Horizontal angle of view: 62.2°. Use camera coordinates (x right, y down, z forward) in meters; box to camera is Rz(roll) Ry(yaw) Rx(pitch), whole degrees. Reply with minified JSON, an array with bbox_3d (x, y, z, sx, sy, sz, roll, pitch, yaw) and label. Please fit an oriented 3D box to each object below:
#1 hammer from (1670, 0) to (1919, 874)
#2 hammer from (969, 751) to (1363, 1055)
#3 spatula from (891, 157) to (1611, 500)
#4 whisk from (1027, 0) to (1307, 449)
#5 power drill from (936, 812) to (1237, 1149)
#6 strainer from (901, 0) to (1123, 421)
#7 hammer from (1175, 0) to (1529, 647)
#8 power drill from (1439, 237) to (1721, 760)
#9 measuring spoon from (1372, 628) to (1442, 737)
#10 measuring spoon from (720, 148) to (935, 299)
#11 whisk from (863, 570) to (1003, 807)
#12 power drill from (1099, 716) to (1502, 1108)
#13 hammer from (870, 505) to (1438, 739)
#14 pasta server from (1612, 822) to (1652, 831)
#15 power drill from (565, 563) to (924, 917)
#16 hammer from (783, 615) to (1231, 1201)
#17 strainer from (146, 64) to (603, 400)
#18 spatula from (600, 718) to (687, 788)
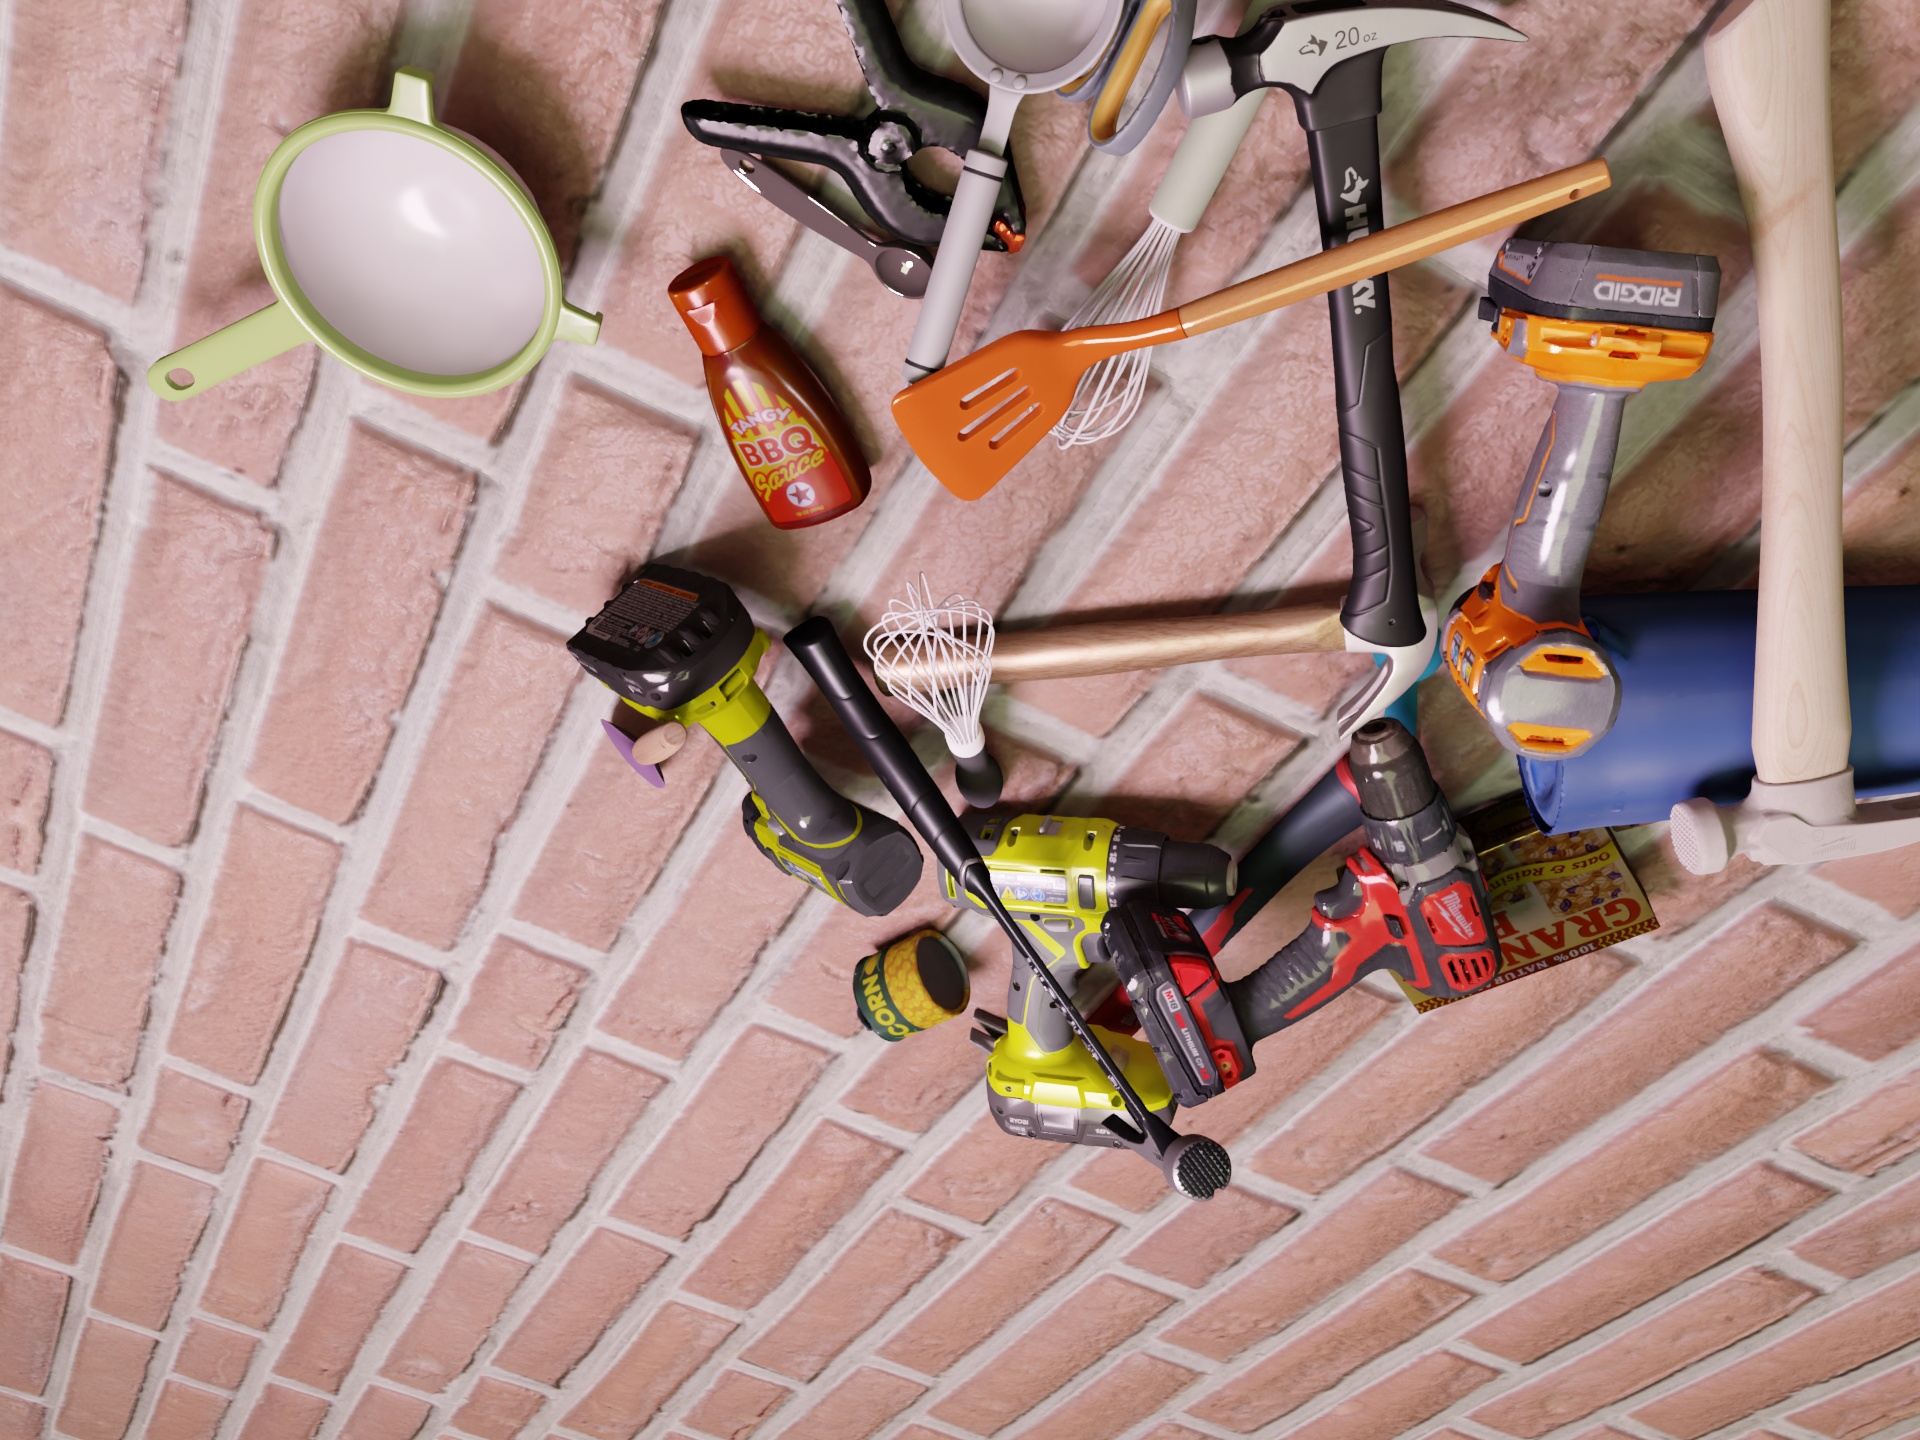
[{"bbox_3d":[0.397,-0.125,0.733,0.146,0.038,0.410,-10,109,6],"label":"hammer"},{"bbox_3d":[0.150,0.146,1.100,0.143,0.038,0.386,25,130,-11],"label":"hammer"},{"bbox_3d":[0.124,-0.180,0.714,0.322,0.041,0.080,-15,143,23],"label":"spatula"},{"bbox_3d":[0.098,-0.234,0.764,0.057,0.059,0.246,19,126,-13],"label":"whisk"},{"bbox_3d":[0.090,0.169,1.063,0.190,0.080,0.228,2,115,18],"label":"power drill"},{"bbox_3d":[0.013,-0.259,0.716,0.087,0.050,0.258,25,111,16],"label":"strainer"},{"bbox_3d":[0.200,-0.175,0.767,0.146,0.035,0.334,-14,126,5],"label":"hammer"},{"bbox_3d":[0.282,-0.112,0.765,0.084,0.164,0.226,6,108,3],"label":"power drill"},{"bbox_3d":[0.267,-0.004,0.957,0.042,0.021,0.128,1,130,8],"label":"measuring spoon"},{"bbox_3d":[-0.063,-0.253,0.794,0.124,0.018,0.034,31,153,-10],"label":"measuring spoon"},{"bbox_3d":[-0.002,-0.004,0.922,0.070,0.070,0.284,1,158,8],"label":"whisk"},{"bbox_3d":[0.202,0.114,0.955,0.226,0.080,0.187,-24,114,2],"label":"power drill"},{"bbox_3d":[0.108,-0.043,0.933,0.331,0.031,0.130,-5,118,17],"label":"hammer"},{"bbox_3d":[0.537,0.008,0.925,0.316,0.040,0.060,-22,125,31],"label":"pasta server"},{"bbox_3d":[-0.132,0.016,0.970,0.171,0.080,0.223,19,149,53],"label":"power drill"},{"bbox_3d":[0.019,0.108,0.967,0.036,0.149,0.409,-35,91,-11],"label":"hammer"},{"bbox_3d":[-0.313,-0.228,0.817,0.256,0.069,0.151,-17,129,23],"label":"strainer"},{"bbox_3d":[-0.182,0.015,0.918,0.059,0.018,0.316,49,166,-8],"label":"spatula"}]
